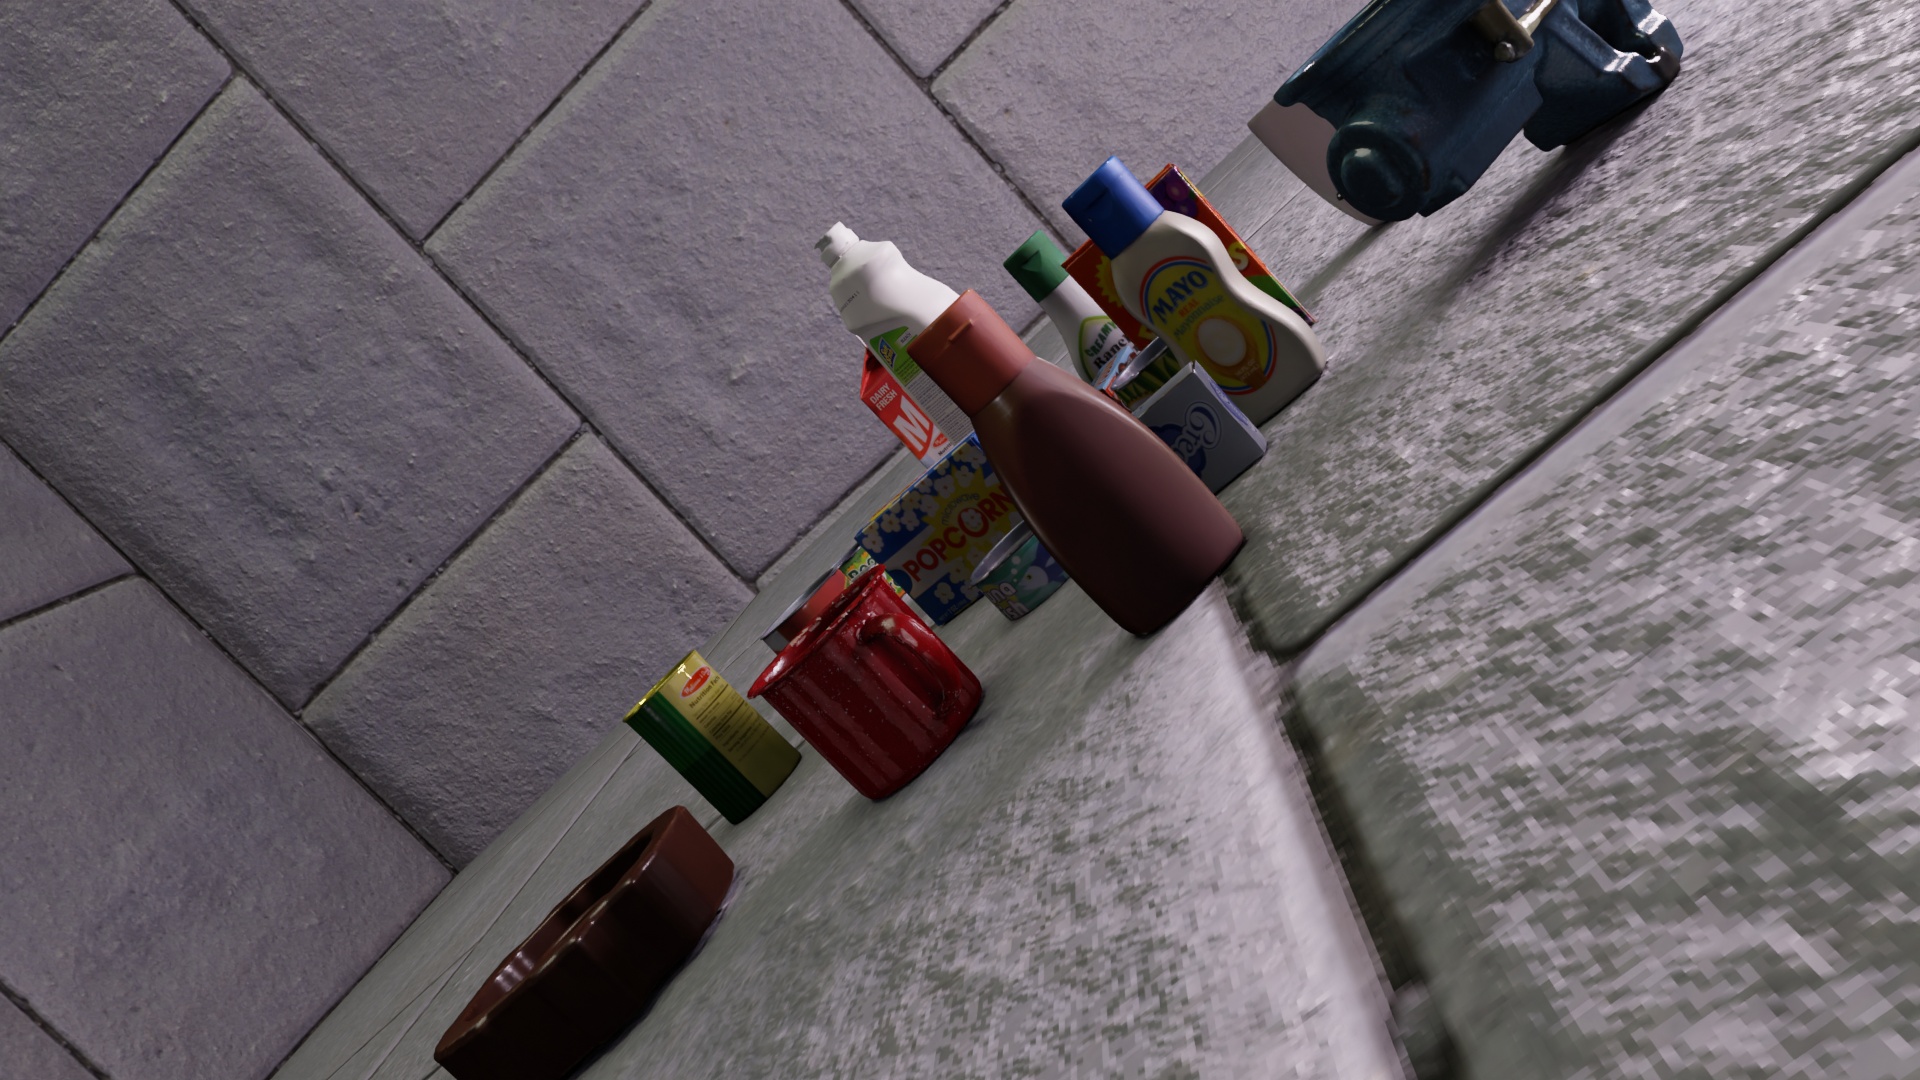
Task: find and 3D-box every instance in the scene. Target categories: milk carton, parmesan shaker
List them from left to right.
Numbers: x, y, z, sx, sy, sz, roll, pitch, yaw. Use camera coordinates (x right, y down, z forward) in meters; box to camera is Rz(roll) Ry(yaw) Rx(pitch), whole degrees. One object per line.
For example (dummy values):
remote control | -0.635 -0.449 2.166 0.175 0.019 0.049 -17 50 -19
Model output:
parmesan shaker | -0.168 0.134 0.932 0.071 0.103 0.071 -43 7 6
milk carton | -0.023 -0.115 1.232 0.073 0.190 0.072 -43 7 11

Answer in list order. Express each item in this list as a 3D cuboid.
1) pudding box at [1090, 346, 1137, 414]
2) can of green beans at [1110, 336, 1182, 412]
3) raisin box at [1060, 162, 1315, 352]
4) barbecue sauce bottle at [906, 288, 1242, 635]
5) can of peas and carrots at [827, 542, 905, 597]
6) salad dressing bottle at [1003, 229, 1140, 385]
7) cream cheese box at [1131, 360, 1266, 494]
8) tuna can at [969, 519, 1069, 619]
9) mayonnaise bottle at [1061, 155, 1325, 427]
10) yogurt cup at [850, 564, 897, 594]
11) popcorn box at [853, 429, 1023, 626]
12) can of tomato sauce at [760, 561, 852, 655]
pudding box | 0.109 -0.091 0.922 0.030 0.049 0.084 -40 8 31
can of green beans | 0.125 -0.084 0.756 0.071 0.058 0.071 -43 7 6
raisin box | 0.132 -0.145 0.808 0.086 0.123 0.040 -42 7 18
barbecue sauce bottle | 0.042 -0.034 0.553 0.065 0.148 0.043 -44 7 -4
can of peas and carrots | -0.081 0.034 1.218 0.071 0.058 0.071 -43 7 6
salad dressing bottle | 0.092 -0.152 0.978 0.064 0.147 0.044 -42 7 13
cream cheese box | 0.089 -0.032 0.662 0.103 0.053 0.024 -41 7 20
tuna can | 0.038 0.013 0.776 0.071 0.033 0.071 -43 7 6
mayonnaise bottle | 0.112 -0.124 0.691 0.064 0.148 0.041 -41 7 27
yogurt cup | -0.071 0.059 1.036 0.072 0.054 0.072 -43 7 6
popcorn box | 0.003 -0.011 0.901 0.126 0.085 0.038 -39 8 36
can of tomato sauce | -0.072 0.066 0.874 0.071 0.083 0.071 -43 7 6
